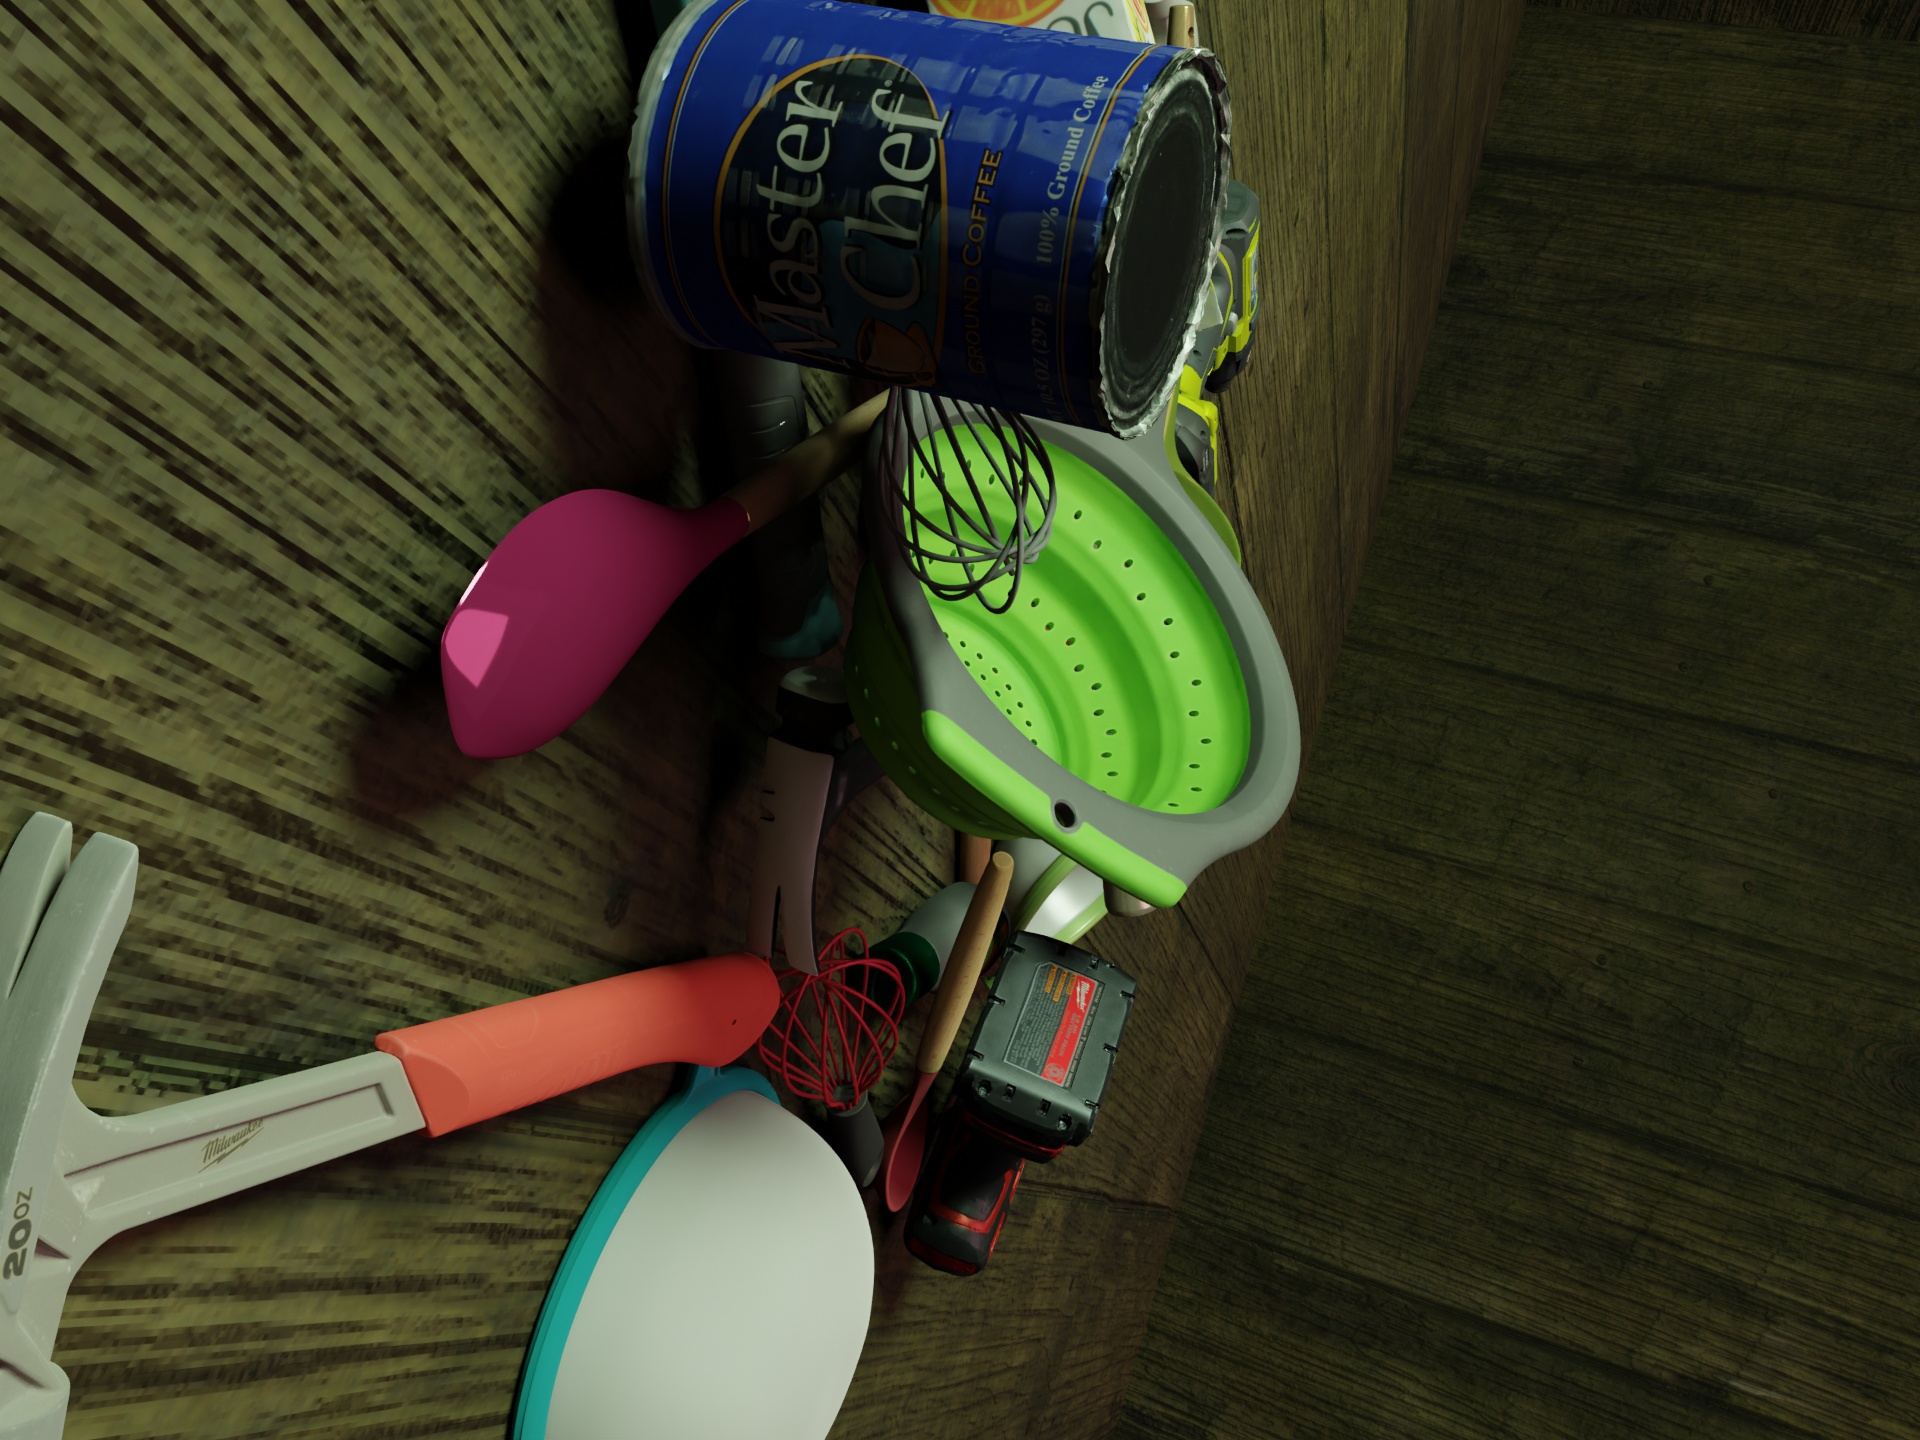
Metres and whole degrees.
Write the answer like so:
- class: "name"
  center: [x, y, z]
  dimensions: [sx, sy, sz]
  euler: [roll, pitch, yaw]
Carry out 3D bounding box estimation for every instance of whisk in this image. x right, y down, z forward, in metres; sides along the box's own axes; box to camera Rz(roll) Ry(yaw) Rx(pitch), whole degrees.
- class: "whisk"
  center: [-0.060, 0.179, 0.787]
  dimensions: [0.295, 0.073, 0.073]
  euler: [88, 24, -58]
- class: "whisk"
  center: [-0.014, -0.123, 0.535]
  dimensions: [0.055, 0.055, 0.239]
  euler: [84, -8, -47]

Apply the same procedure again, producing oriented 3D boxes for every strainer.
- class: "strainer"
  center: [-0.117, 0.314, 0.654]
  dimensions: [0.210, 0.095, 0.341]
  euler: [79, 30, -53]
- class: "strainer"
  center: [0.071, 0.055, 0.994]
  dimensions: [0.151, 0.069, 0.256]
  euler: [-32, 153, -30]

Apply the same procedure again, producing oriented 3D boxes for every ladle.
- class: "ladle"
  center: [-0.012, 0.173, 0.860]
  dimensions: [0.069, 0.031, 0.315]
  euler: [-64, 173, -45]
- class: "ladle"
  center: [0.129, -0.226, 0.888]
  dimensions: [0.078, 0.062, 0.320]
  euler: [-23, 119, -48]

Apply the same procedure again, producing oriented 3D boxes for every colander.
- class: "colander"
  center: [0.038, -0.078, 0.656]
  dimensions: [0.094, 0.204, 0.397]
  euler: [-39, -156, 38]

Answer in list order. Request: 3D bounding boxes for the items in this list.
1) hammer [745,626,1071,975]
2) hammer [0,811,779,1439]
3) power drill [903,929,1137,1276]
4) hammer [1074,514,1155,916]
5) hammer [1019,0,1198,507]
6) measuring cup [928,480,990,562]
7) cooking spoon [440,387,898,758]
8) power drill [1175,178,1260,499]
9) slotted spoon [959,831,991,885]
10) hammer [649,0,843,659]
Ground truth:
- class: "hammer"
  center: [-0.001, -0.002, 0.762]
  dimensions: [0.337, 0.034, 0.127]
  euler: [-36, 139, -60]
- class: "hammer"
  center: [-0.147, 0.098, 0.495]
  dimensions: [0.359, 0.037, 0.149]
  euler: [4, 100, -71]
- class: "power drill"
  center: [0.035, 0.221, 0.985]
  dimensions: [0.226, 0.080, 0.188]
  euler: [109, 4, -49]
- class: "hammer"
  center: [0.066, -0.092, 0.811]
  dimensions: [0.146, 0.038, 0.410]
  euler: [-34, 120, -62]
- class: "hammer"
  center: [0.080, -0.248, 0.904]
  dimensions: [0.130, 0.031, 0.331]
  euler: [30, 76, -71]
- class: "measuring cup"
  center: [-0.009, -0.147, 0.712]
  dimensions: [0.083, 0.038, 0.167]
  euler: [-25, 126, -67]
- class: "cooking spoon"
  center: [-0.063, -0.077, 0.531]
  dimensions: [0.319, 0.017, 0.068]
  euler: [-47, 144, -52]
- class: "power drill"
  center: [0.153, -0.225, 1.068]
  dimensions: [0.171, 0.080, 0.223]
  euler: [74, 32, -57]
- class: "slotted spoon"
  center: [0.010, 0.018, 0.912]
  dimensions: [0.070, 0.031, 0.313]
  euler: [-54, 154, -47]
- class: "hammer"
  center: [-0.074, -0.145, 0.528]
  dimensions: [0.330, 0.033, 0.128]
  euler: [85, 27, -46]
